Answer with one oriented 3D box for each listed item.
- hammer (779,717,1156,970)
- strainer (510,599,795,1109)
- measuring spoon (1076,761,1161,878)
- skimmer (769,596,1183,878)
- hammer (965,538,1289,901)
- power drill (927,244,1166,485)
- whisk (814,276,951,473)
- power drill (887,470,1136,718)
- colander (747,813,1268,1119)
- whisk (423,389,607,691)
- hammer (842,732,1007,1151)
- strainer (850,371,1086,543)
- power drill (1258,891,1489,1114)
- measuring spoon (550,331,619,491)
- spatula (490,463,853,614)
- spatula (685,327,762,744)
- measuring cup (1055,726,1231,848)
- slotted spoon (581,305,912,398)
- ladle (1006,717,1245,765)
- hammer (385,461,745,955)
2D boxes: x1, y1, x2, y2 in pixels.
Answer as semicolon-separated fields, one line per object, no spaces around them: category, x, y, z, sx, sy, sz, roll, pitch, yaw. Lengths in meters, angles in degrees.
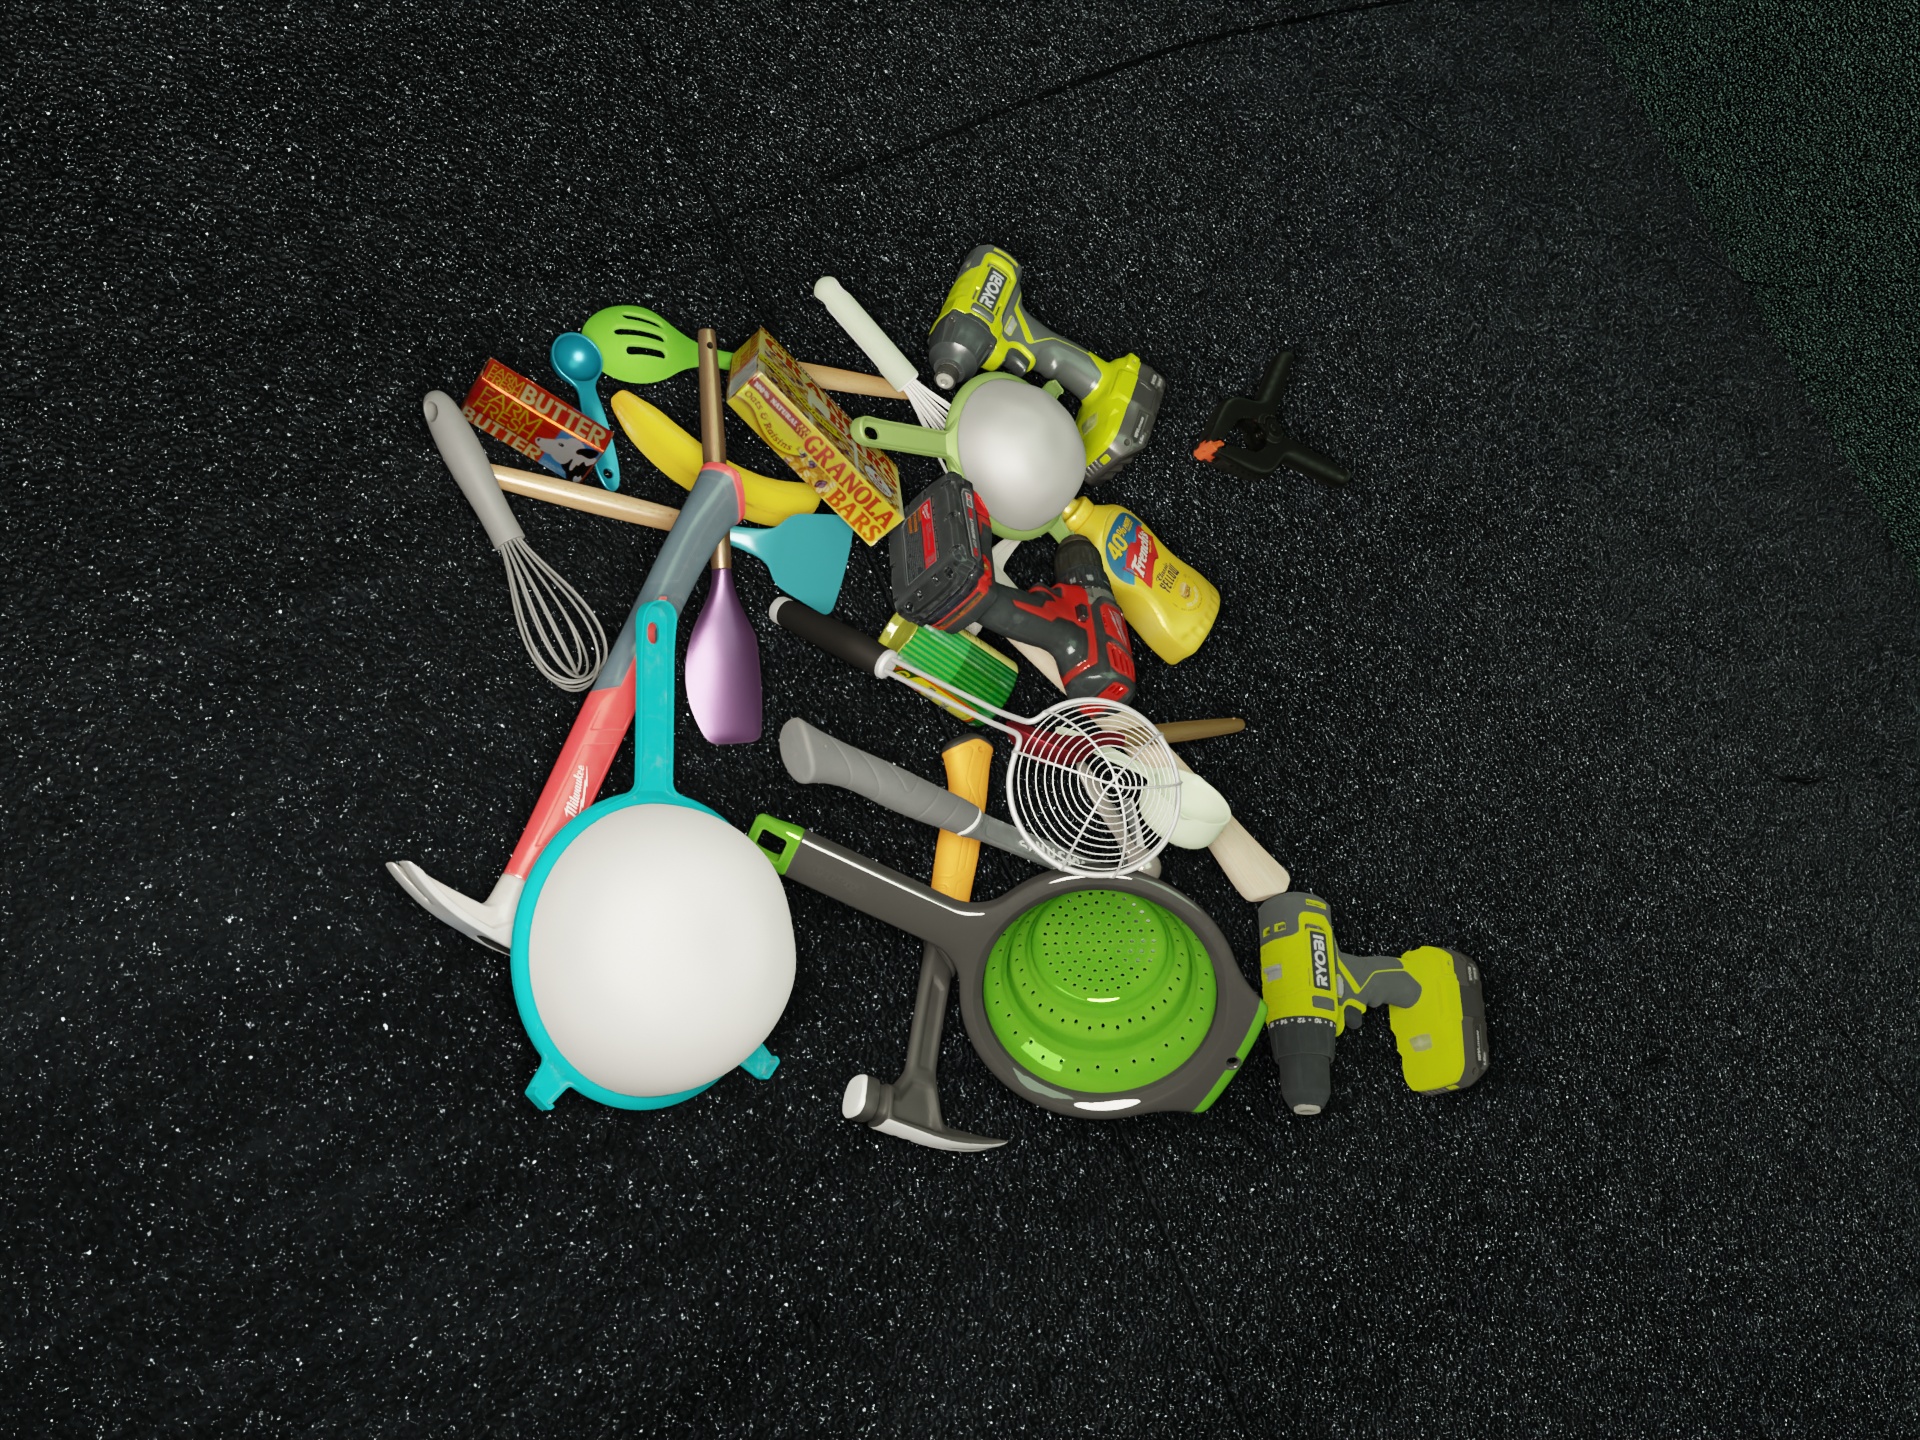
hammer;0.021;0.080;1.246;0.408;0.036;0.149;26;52;-40
strainer;-0.179;0.085;1.045;0.211;0.095;0.340;4;83;-45
measuring spoon;0.135;0.084;1.336;0.124;0.018;0.034;58;38;-7
skimmer;-0.002;-0.004;1.188;0.127;0.364;0.090;-53;145;-15
hammer;0.156;0.005;1.435;0.410;0.038;0.146;46;48;-11
power drill;0.076;-0.329;1.507;0.223;0.080;0.171;32;54;-17
whisk;-0.042;-0.292;1.402;0.246;0.059;0.058;47;16;-15
power drill;0.050;-0.117;1.323;0.226;0.080;0.188;27;41;-33
colander;0.031;0.152;1.186;0.397;0.204;0.094;26;20;-4
whisk;-0.319;-0.129;1.127;0.055;0.055;0.239;-28;89;-41
hammer;-0.005;0.163;1.240;0.127;0.034;0.337;25;56;-25
strainer;0.024;-0.237;1.349;0.256;0.069;0.151;0;84;-44
power drill;0.368;0.270;1.442;0.228;0.080;0.191;16;60;-27
measuring spoon;-0.289;-0.236;1.232;0.042;0.021;0.128;-13;87;-39
spatula;-0.228;-0.153;1.221;0.317;0.044;0.082;13;94;-24
spatula;-0.185;-0.140;1.204;0.059;0.018;0.316;-2;88;-26
measuring cup;0.150;0.057;1.368;0.167;0.038;0.083;28;28;4
slotted spoon;-0.167;-0.300;1.343;0.313;0.031;0.070;1;71;-38
ladle;0.153;0.012;1.377;0.315;0.069;0.031;-5;115;-46
hammer;-0.246;-0.028;1.088;0.143;0.038;0.386;39;58;-36
